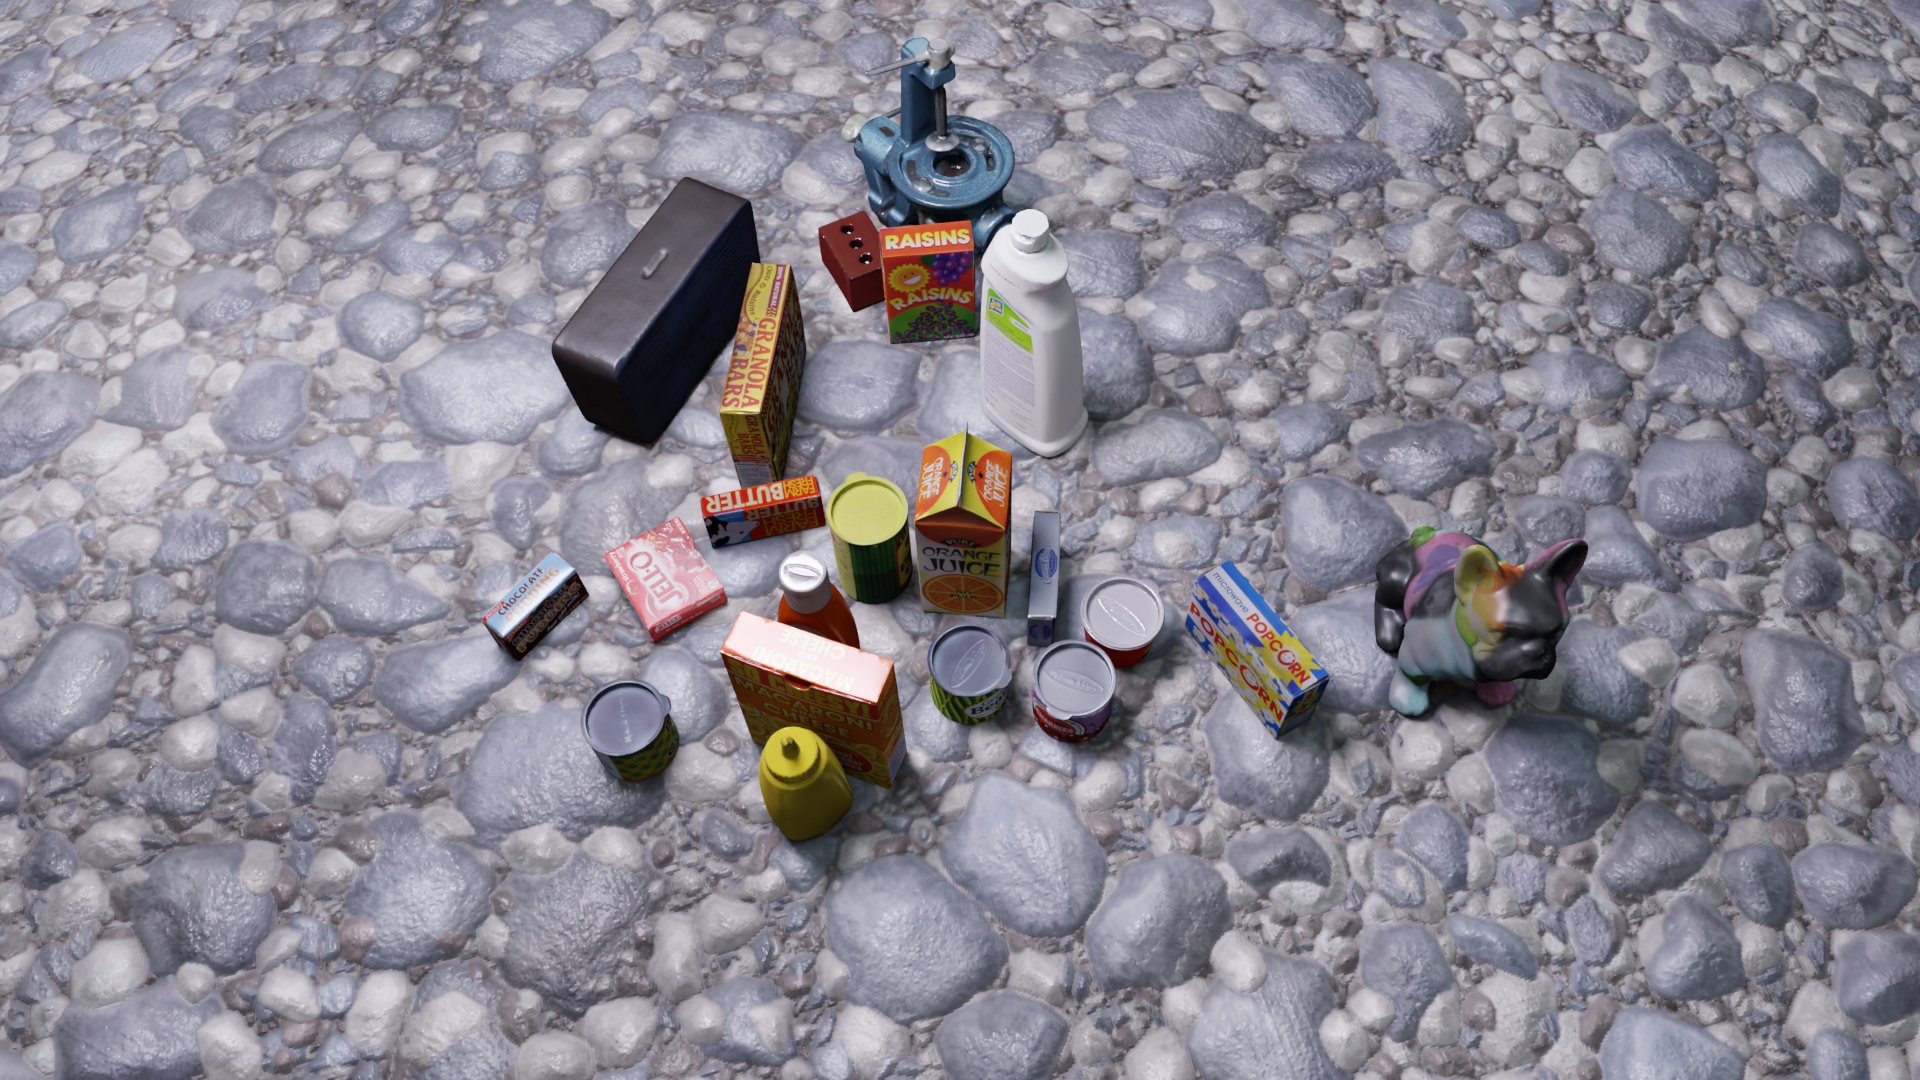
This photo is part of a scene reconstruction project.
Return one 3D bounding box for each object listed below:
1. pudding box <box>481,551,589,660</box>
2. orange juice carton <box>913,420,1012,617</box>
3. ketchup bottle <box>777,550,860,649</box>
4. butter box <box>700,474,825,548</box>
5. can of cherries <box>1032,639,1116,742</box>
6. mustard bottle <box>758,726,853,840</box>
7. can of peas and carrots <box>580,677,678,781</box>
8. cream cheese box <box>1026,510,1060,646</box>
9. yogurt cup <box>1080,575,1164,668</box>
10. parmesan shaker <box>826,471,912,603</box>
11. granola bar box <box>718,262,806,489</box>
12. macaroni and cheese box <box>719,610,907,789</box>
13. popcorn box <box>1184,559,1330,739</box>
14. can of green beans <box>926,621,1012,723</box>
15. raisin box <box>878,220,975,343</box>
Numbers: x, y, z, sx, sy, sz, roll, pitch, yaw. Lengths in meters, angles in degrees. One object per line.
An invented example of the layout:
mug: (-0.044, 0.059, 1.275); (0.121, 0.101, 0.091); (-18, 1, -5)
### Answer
pudding box: (-0.358, 0.055, 1.171); (0.030, 0.049, 0.084); (34, 66, 19)
orange juice carton: (0.004, -0.014, 1.121); (0.073, 0.191, 0.072); (5, 60, 4)
ketchup bottle: (-0.117, 0.059, 1.105); (0.065, 0.148, 0.044); (11, 60, 8)
butter box: (-0.171, -0.025, 1.212); (0.103, 0.053, 0.024); (-12, 60, -6)
can of cherries: (0.089, 0.123, 1.114); (0.071, 0.058, 0.072); (-1, 59, 1)
mustard bottle: (-0.118, 0.173, 1.030); (0.065, 0.159, 0.049); (-30, 63, -15)
can of peas and carrots: (-0.260, 0.150, 1.106); (0.071, 0.058, 0.071); (-1, 59, 1)
cream cheese box: (0.070, 0.032, 1.172); (0.024, 0.053, 0.104); (3, 59, 3)
yogurt cup: (0.132, 0.070, 1.148); (0.072, 0.053, 0.073); (-1, 59, 1)
parmesan shaker: (-0.075, -0.001, 1.167); (0.071, 0.102, 0.071); (-1, 59, 1)
granola bar box: (-0.173, -0.145, 1.243); (0.039, 0.123, 0.166); (4, 59, 4)
macaroni and cheese box: (-0.108, 0.125, 1.055); (0.124, 0.165, 0.040); (17, 61, 11)
popcorn box: (0.235, 0.087, 1.117); (0.038, 0.084, 0.127); (-29, 63, -15)
can of green beans: (0.007, 0.108, 1.126); (0.071, 0.057, 0.071); (-1, 59, 1)
raisin box: (-0.029, -0.240, 1.297); (0.086, 0.122, 0.040); (-5, 59, -1)
